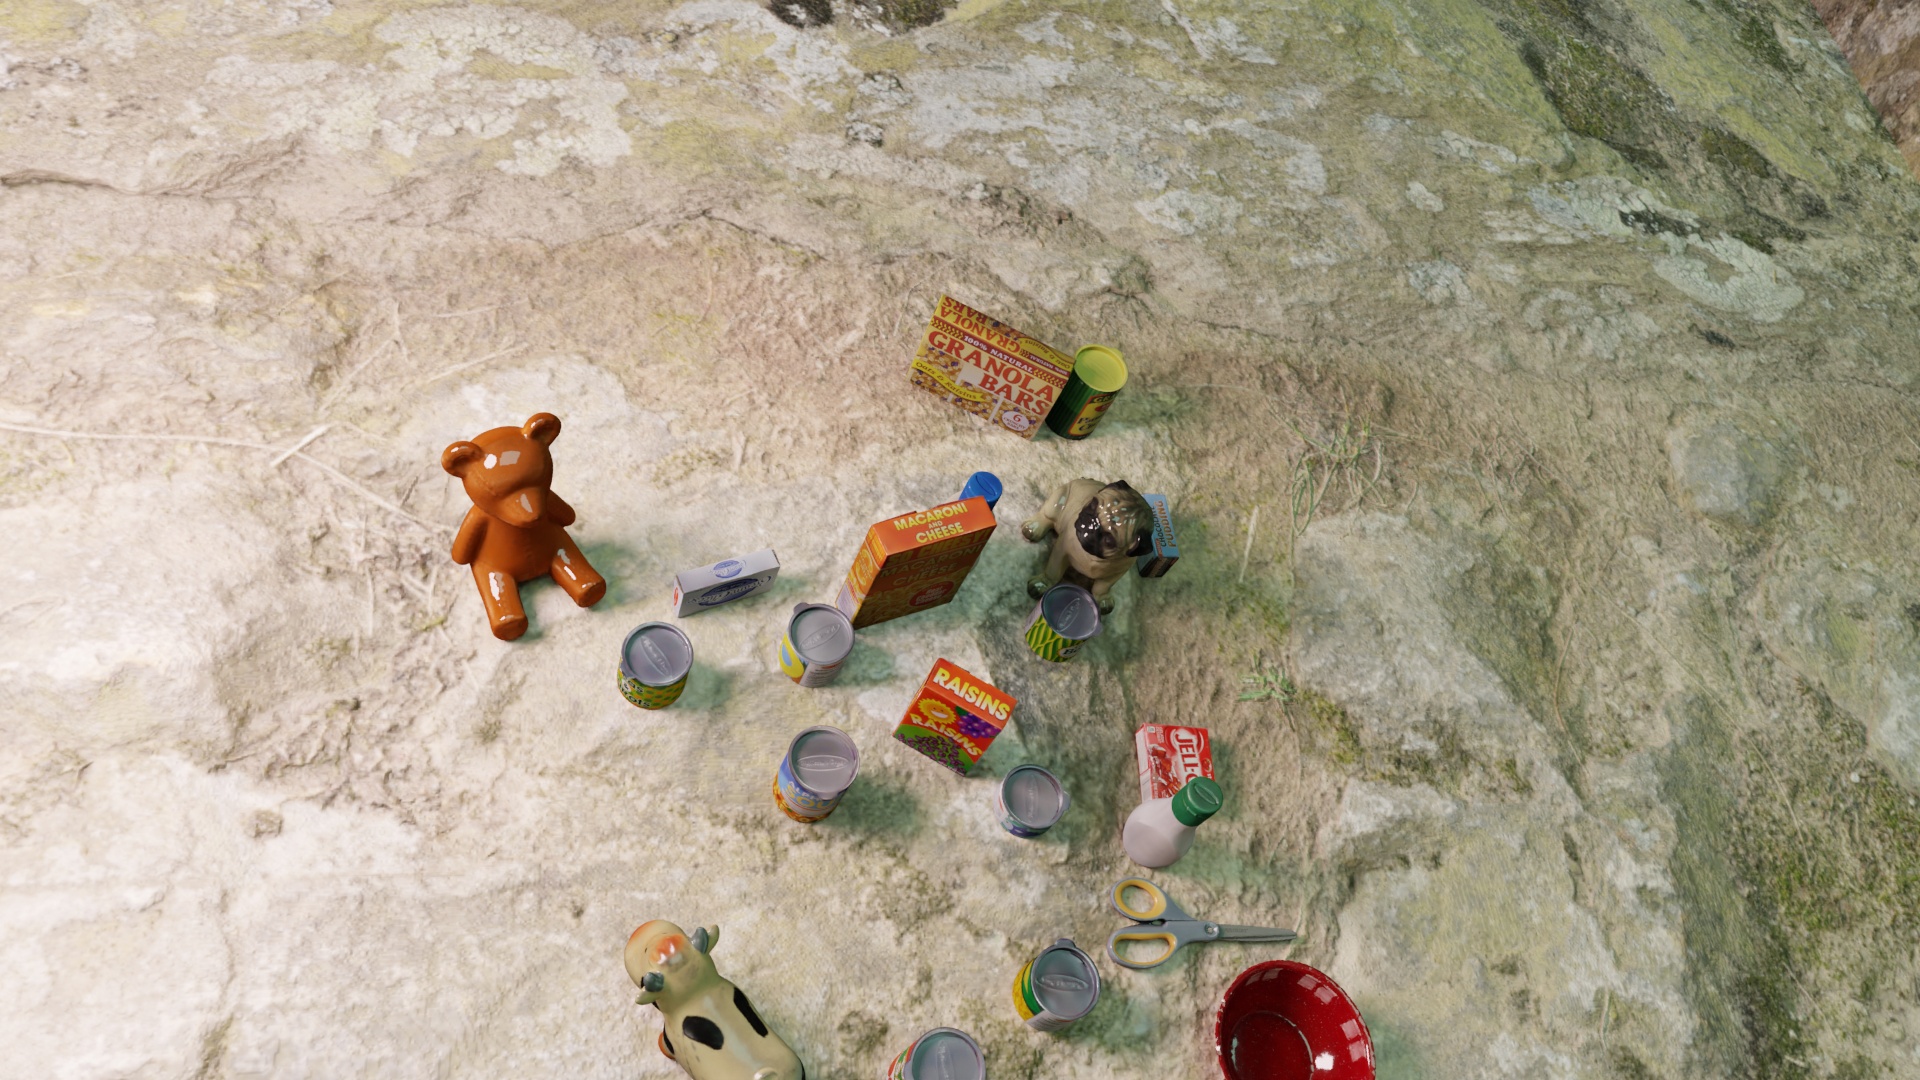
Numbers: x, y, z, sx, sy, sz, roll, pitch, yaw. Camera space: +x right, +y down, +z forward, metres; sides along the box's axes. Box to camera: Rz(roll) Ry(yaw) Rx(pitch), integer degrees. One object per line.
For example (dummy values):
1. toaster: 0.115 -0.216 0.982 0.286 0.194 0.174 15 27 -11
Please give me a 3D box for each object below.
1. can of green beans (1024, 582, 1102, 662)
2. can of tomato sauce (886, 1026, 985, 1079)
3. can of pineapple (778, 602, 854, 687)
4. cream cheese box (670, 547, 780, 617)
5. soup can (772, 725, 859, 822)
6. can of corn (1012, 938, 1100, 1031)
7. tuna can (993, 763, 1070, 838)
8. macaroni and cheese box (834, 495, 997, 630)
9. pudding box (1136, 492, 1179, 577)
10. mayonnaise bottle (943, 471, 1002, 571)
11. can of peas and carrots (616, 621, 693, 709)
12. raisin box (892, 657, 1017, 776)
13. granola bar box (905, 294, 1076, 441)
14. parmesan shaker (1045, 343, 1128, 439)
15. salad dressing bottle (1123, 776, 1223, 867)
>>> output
1. can of green beans: 0.107 0.087 1.460 0.071 0.057 0.071 9 58 -14
2. can of tomato sauce: -0.024 0.455 1.176 0.071 0.082 0.071 9 58 -14
3. can of pineapple: -0.143 0.102 1.365 0.071 0.057 0.071 9 58 -14
4. cream cheese box: -0.233 0.042 1.374 0.104 0.053 0.024 -17 67 -27
5. soup can: -0.134 0.219 1.281 0.071 0.083 0.071 9 58 -14
6. can of corn: 0.086 0.404 1.260 0.071 0.058 0.071 9 58 -14
7. tuna can: 0.069 0.256 1.360 0.071 0.032 0.071 9 58 -14
8. macaroni and cheese box: -0.047 0.024 1.380 0.124 0.165 0.040 -16 66 -26
9. pudding box: 0.216 -0.006 1.559 0.030 0.049 0.084 1 60 -18
10. mayonnaise bottle: 0.005 -0.018 1.434 0.041 0.147 0.065 -36 77 -32
11. can of peas and carrots: -0.289 0.119 1.304 0.071 0.058 0.071 9 58 -14
12. raisin box: -0.007 0.170 1.331 0.086 0.122 0.040 30 55 0
13. granola bar box: 0.032 -0.191 1.563 0.165 0.123 0.039 26 55 -3
14. parmesan shaker: 0.145 -0.171 1.603 0.071 0.102 0.071 9 58 -14
15. salad dressing bottle: 0.204 0.269 1.329 0.064 0.147 0.044 41 56 7
